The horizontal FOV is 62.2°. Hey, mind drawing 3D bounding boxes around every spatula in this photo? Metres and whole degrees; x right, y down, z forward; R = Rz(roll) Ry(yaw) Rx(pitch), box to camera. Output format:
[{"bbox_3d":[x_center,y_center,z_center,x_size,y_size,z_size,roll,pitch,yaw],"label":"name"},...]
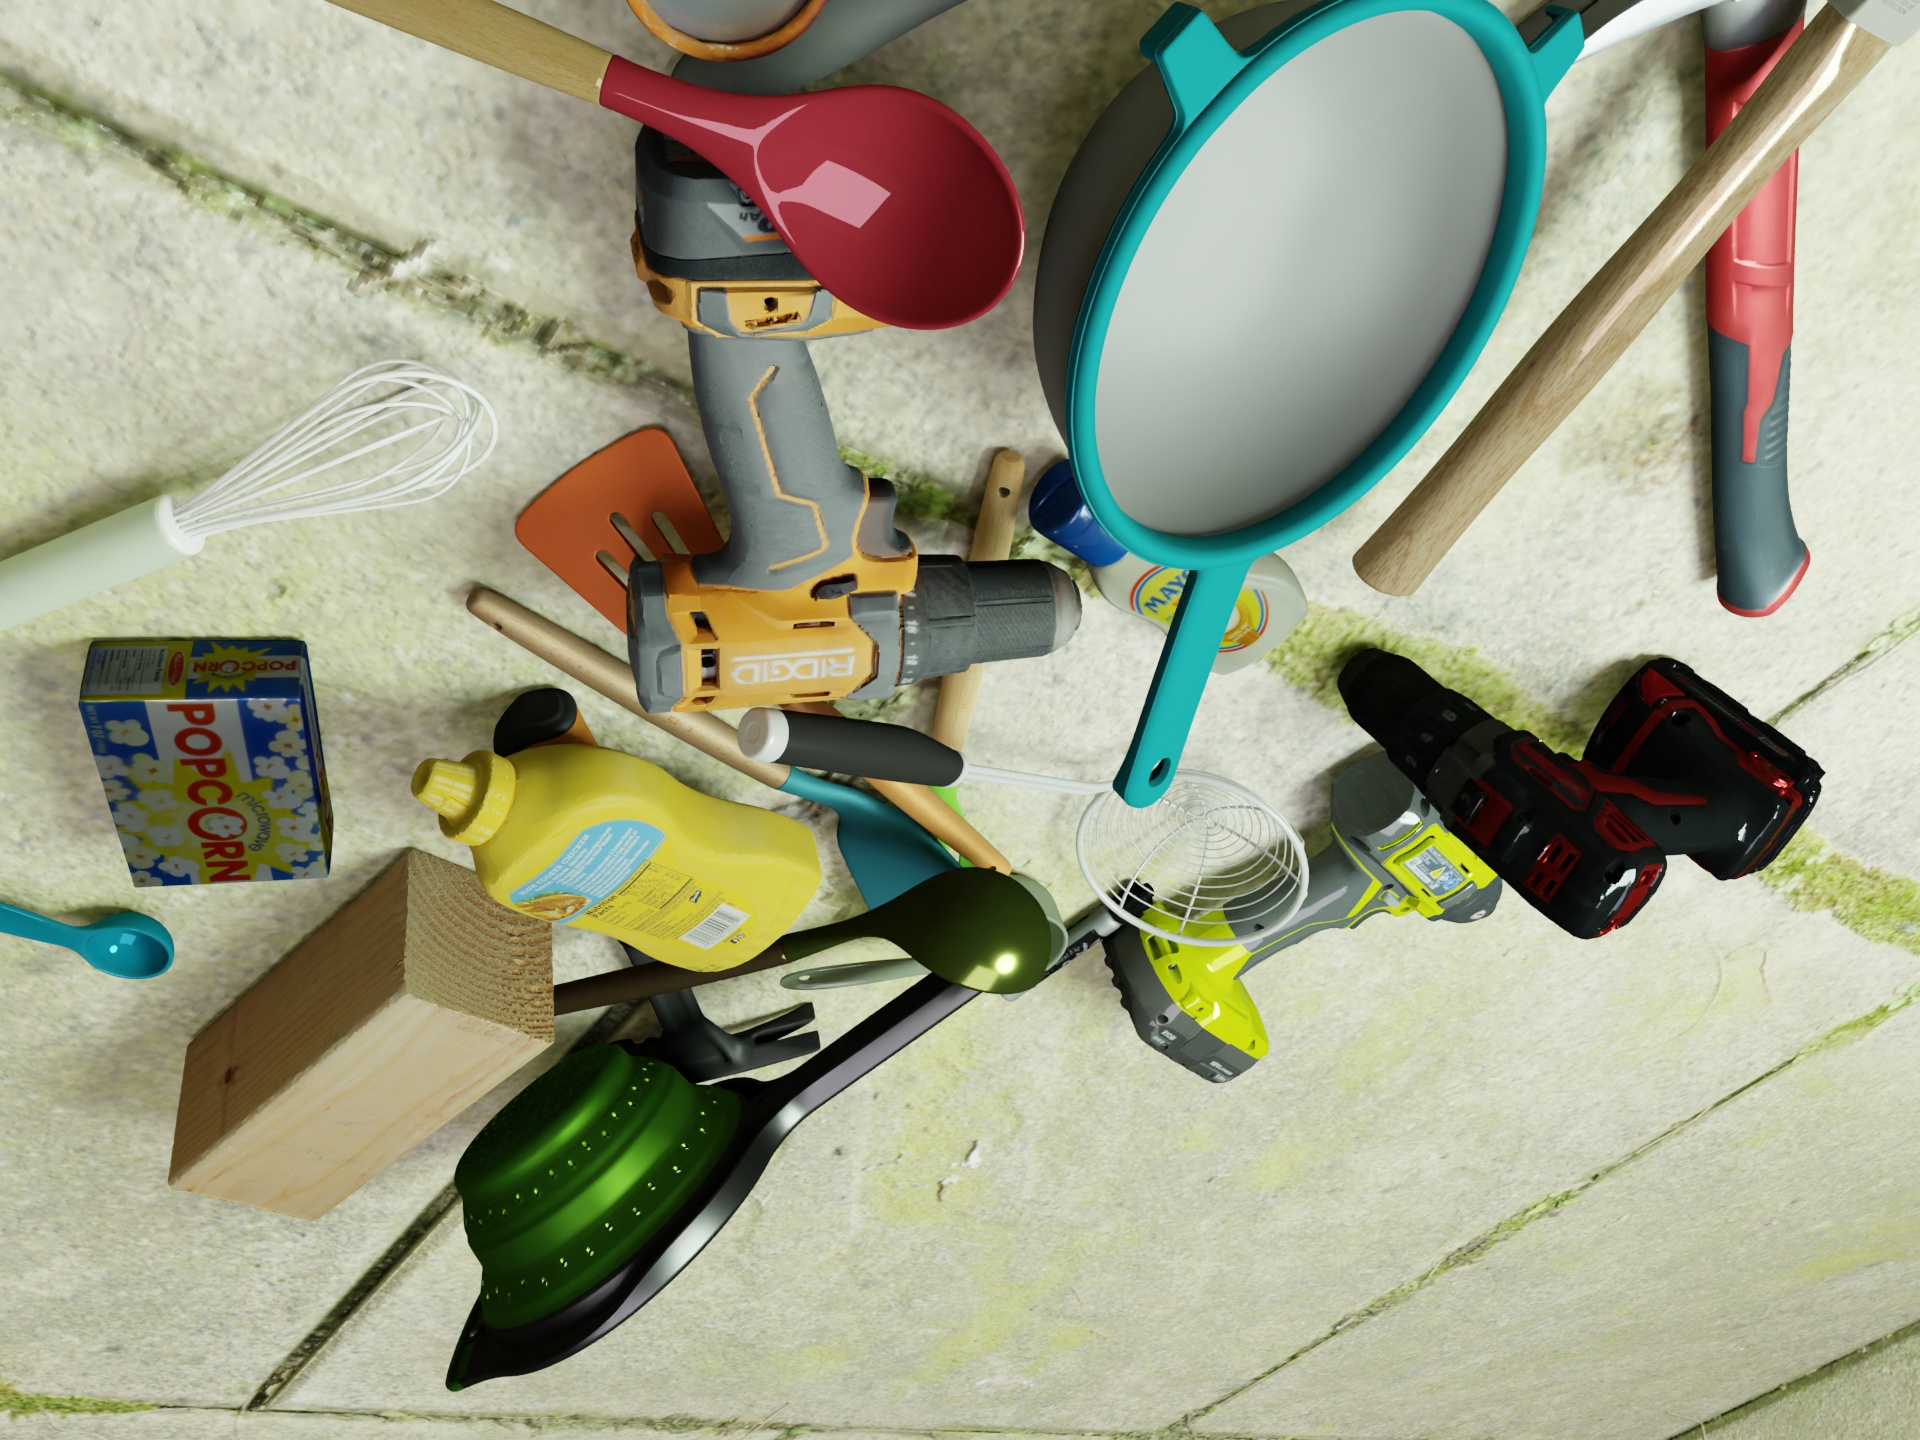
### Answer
[{"bbox_3d":[-0.066,-0.007,0.740,0.081,0.041,0.322,-31,135,16],"label":"spatula"},{"bbox_3d":[-0.107,0.025,0.770,0.082,0.044,0.317,-16,143,39],"label":"spatula"}]

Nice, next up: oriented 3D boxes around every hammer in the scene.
[{"bbox_3d":[-0.166,0.100,0.847,0.127,0.034,0.336,-13,139,-2],"label":"hammer"},{"bbox_3d":[0.262,-0.170,0.625,0.130,0.031,0.331,11,135,-26],"label":"hammer"},{"bbox_3d":[0.332,-0.167,0.700,0.143,0.038,0.385,-22,139,9],"label":"hammer"}]

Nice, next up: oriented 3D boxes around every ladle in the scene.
[{"bbox_3d":[-0.128,-0.194,0.462,0.315,0.031,0.069,20,125,-9],"label":"ladle"},{"bbox_3d":[-0.108,0.133,0.819,0.320,0.078,0.062,-15,107,18],"label":"ladle"}]

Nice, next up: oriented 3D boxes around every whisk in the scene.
[{"bbox_3d":[-0.287,-0.077,0.601,0.246,0.058,0.059,-19,148,11],"label":"whisk"},{"bbox_3d":[0.014,-0.248,0.506,0.239,0.055,0.055,-20,140,12],"label":"whisk"}]

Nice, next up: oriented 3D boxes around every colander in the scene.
[{"bbox_3d":[-0.139,0.197,0.865,0.397,0.204,0.094,-36,102,2],"label":"colander"}]

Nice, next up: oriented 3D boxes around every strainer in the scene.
[{"bbox_3d":[0.088,-0.117,0.608,0.211,0.095,0.340,-16,137,-32],"label":"strainer"}]

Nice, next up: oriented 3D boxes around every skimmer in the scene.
[{"bbox_3d":[0.040,0.057,0.774,0.127,0.090,0.363,-25,156,36],"label":"skimmer"}]

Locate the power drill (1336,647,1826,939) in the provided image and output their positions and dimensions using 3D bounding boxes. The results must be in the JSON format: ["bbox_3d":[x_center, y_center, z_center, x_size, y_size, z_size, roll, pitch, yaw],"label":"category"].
[{"bbox_3d":[0.321,0.022,0.834,0.226,0.188,0.080,-6,131,-38],"label":"power drill"}]

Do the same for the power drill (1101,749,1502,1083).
[{"bbox_3d":[0.214,0.125,0.966,0.223,0.080,0.171,-36,136,17],"label":"power drill"}]

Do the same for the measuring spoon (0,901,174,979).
[{"bbox_3d":[-0.445,0.092,0.768,0.128,0.021,0.042,24,127,-26],"label":"measuring spoon"}]

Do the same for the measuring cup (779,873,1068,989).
[{"bbox_3d":[-0.023,0.127,0.922,0.167,0.038,0.083,-8,139,-6],"label":"measuring cup"}]

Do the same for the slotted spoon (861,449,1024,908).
[{"bbox_3d":[-0.001,-0.003,0.788,0.070,0.031,0.313,10,134,-2],"label":"slotted spoon"}]

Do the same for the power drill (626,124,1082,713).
[{"bbox_3d":[-0.035,-0.103,0.599,0.185,0.084,0.226,-4,128,-14],"label":"power drill"}]
